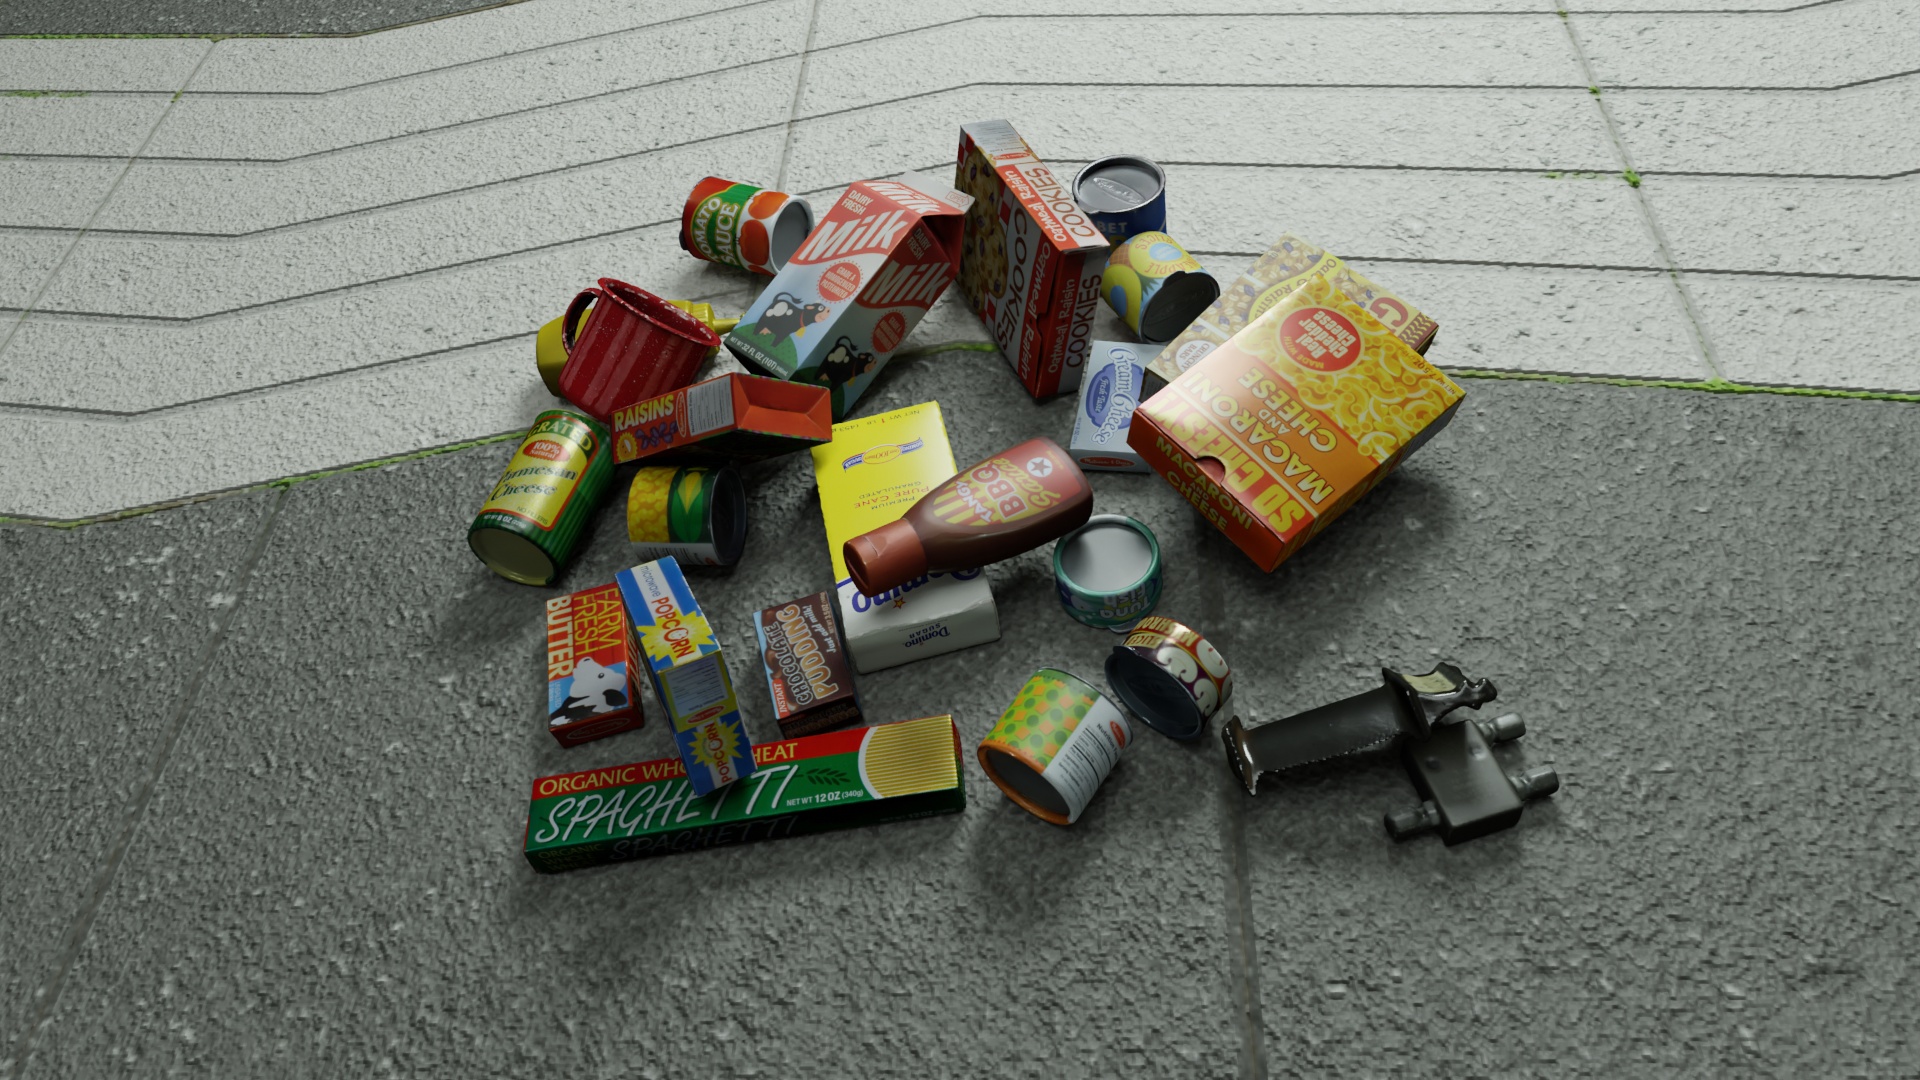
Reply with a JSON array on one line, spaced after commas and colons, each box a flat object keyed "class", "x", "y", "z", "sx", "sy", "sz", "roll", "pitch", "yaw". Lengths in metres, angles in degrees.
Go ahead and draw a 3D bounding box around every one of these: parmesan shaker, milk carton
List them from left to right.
[{"class": "parmesan shaker", "x": -0.275, "y": -0.028, "z": 0.935, "sx": 0.071, "sy": 0.071, "sz": 0.103, "roll": 7, "pitch": 53, "yaw": 16}, {"class": "milk carton", "x": -0.071, "y": -0.181, "z": 0.983, "sx": 0.072, "sy": 0.073, "sz": 0.191, "roll": 33, "pitch": 81, "yaw": 32}]

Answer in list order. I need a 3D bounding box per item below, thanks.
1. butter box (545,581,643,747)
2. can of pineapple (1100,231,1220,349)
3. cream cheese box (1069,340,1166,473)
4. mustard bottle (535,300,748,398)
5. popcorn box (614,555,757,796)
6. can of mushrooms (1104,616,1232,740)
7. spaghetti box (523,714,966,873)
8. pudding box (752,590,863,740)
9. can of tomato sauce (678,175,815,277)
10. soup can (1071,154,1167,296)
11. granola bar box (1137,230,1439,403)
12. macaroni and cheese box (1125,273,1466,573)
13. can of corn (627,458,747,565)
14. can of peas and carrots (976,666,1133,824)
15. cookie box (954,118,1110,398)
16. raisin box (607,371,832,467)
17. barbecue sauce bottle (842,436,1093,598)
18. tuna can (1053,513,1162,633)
[{"class": "butter box", "x": -0.229, "y": 0.075, "z": 0.868, "sx": 0.053, "sy": 0.024, "sz": 0.104, "roll": -15, "pitch": 50, "yaw": -1}, {"class": "can of pineapple", "x": 0.140, "y": -0.177, "z": 0.979, "sx": 0.071, "sy": 0.070, "sz": 0.058, "roll": -26, "pitch": 51, "yaw": -11}, {"class": "cream cheese box", "x": 0.108, "y": -0.091, "z": 0.943, "sx": 0.053, "sy": 0.024, "sz": 0.104, "roll": 5, "pitch": 52, "yaw": 13}, {"class": "mustard bottle", "x": -0.232, "y": -0.148, "z": 1.036, "sx": 0.160, "sy": 0.048, "sz": 0.065, "roll": -10, "pitch": 51, "yaw": 1}, {"class": "popcorn box", "x": -0.158, "y": 0.074, "z": 0.792, "sx": 0.038, "sy": 0.084, "sz": 0.127, "roll": -19, "pitch": 30, "yaw": -15}, {"class": "can of mushrooms", "x": 0.115, "y": 0.075, "z": 0.775, "sx": 0.071, "sy": 0.070, "sz": 0.033, "roll": 30, "pitch": 60, "yaw": 30}, {"class": "spaghetti box", "x": -0.123, "y": 0.144, "z": 0.788, "sx": 0.250, "sy": 0.028, "sz": 0.050, "roll": -9, "pitch": 49, "yaw": 3}, {"class": "pudding box", "x": -0.093, "y": 0.075, "z": 0.839, "sx": 0.050, "sy": 0.030, "sz": 0.084, "roll": -17, "pitch": 50, "yaw": -3}, {"class": "can of tomato sauce", "x": -0.167, "y": -0.245, "z": 1.092, "sx": 0.083, "sy": 0.070, "sz": 0.071, "roll": 17, "pitch": 56, "yaw": 22}, {"class": "soup can", "x": 0.116, "y": -0.227, "z": 1.014, "sx": 0.071, "sy": 0.083, "sz": 0.072, "roll": -5, "pitch": 50, "yaw": 7}, {"class": "granola bar box", "x": 0.218, "y": -0.119, "z": 0.920, "sx": 0.124, "sy": 0.039, "sz": 0.166, "roll": 38, "pitch": 65, "yaw": 18}, {"class": "macaroni and cheese box", "x": 0.203, "y": -0.076, "z": 0.847, "sx": 0.167, "sy": 0.040, "sz": 0.124, "roll": -36, "pitch": 68, "yaw": -21}, {"class": "can of corn", "x": -0.177, "y": -0.019, "z": 0.907, "sx": 0.058, "sy": 0.070, "sz": 0.071, "roll": 0, "pitch": 51, "yaw": 11}, {"class": "can of peas and carrots", "x": 0.050, "y": 0.112, "z": 0.761, "sx": 0.071, "sy": 0.070, "sz": 0.059, "roll": 25, "pitch": 60, "yaw": 27}, {"class": "cookie box", "x": 0.041, "y": -0.199, "z": 0.977, "sx": 0.040, "sy": 0.122, "sz": 0.168, "roll": -13, "pitch": 48, "yaw": -19}, {"class": "raisin box", "x": -0.157, "y": -0.075, "z": 0.908, "sx": 0.123, "sy": 0.086, "sz": 0.040, "roll": -11, "pitch": 82, "yaw": 38}, {"class": "barbecue sauce bottle", "x": 0.003, "y": -0.010, "z": 0.828, "sx": 0.149, "sy": 0.043, "sz": 0.065, "roll": -24, "pitch": 55, "yaw": -21}, {"class": "tuna can", "x": 0.091, "y": 0.020, "z": 0.849, "sx": 0.071, "sy": 0.032, "sz": 0.071, "roll": -5, "pitch": 50, "yaw": 6}]
